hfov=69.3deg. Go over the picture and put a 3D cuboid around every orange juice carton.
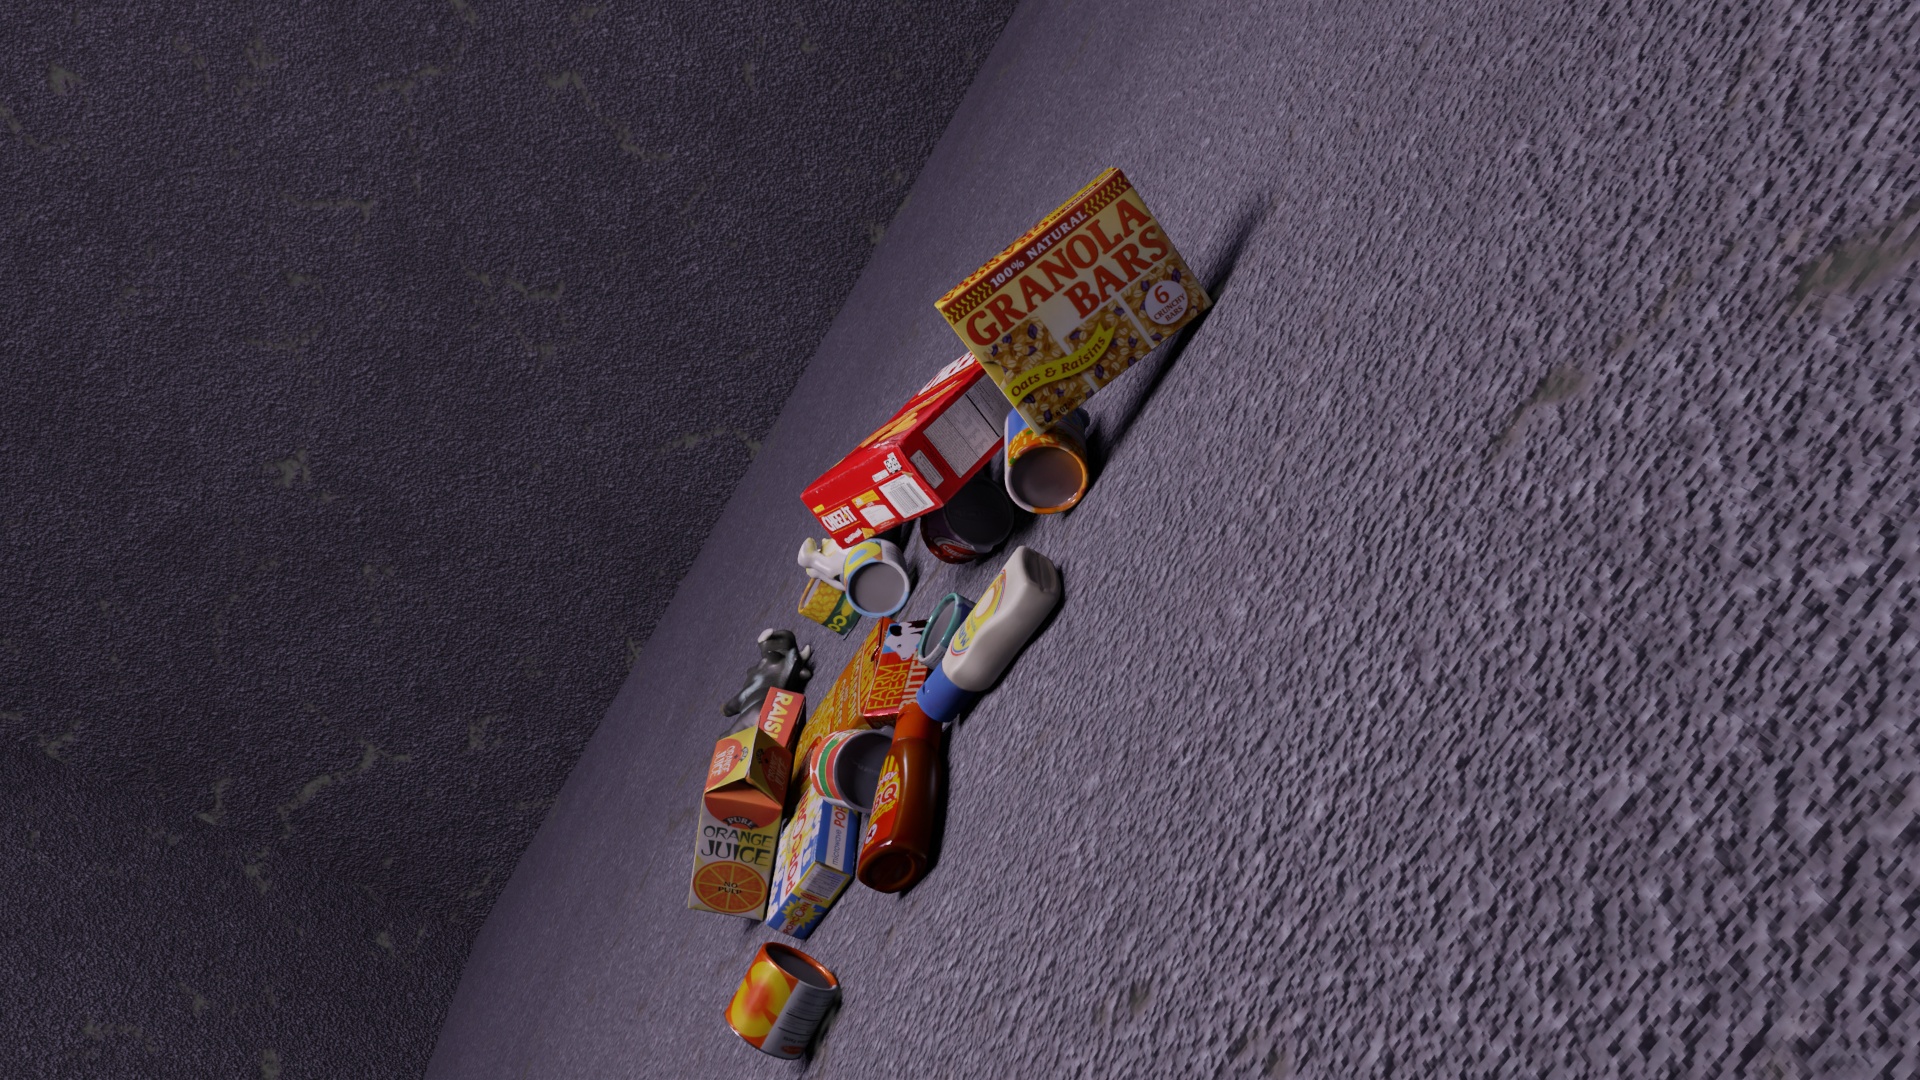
[{"bbox_3d":[-0.199,0.253,1.272,0.072,0.073,0.191,-86,8,-57],"label":"orange juice carton"}]

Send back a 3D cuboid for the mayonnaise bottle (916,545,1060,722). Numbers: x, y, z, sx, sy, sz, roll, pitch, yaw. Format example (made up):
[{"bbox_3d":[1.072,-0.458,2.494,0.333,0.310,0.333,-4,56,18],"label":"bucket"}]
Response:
[{"bbox_3d":[0.019,0.076,1.047,0.147,0.041,0.065,-54,19,25],"label":"mayonnaise bottle"}]

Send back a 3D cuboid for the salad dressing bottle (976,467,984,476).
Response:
[{"bbox_3d":[0.000,-0.069,1.365,0.064,0.044,0.148,-46,21,41],"label":"salad dressing bottle"}]

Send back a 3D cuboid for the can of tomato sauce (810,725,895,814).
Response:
[{"bbox_3d":[-0.082,0.185,1.133,0.071,0.071,0.083,-66,15,-15],"label":"can of tomato sauce"}]

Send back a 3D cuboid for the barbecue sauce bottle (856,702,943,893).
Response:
[{"bbox_3d":[-0.040,0.187,1.039,0.064,0.043,0.149,-51,18,37],"label":"barbecue sauce bottle"}]

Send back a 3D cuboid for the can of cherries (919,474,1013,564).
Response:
[{"bbox_3d":[0.004,-0.015,1.214,0.058,0.071,0.072,-35,30,60],"label":"can of cherries"}]

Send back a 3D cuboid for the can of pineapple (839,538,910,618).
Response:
[{"bbox_3d":[-0.087,0.040,1.411,0.071,0.071,0.058,-58,16,14],"label":"can of pineapple"}]

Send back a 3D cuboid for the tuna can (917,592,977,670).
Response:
[{"bbox_3d":[-0.005,0.076,1.144,0.070,0.033,0.071,-54,17,25],"label":"tuna can"}]

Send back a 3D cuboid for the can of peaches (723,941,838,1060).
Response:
[{"bbox_3d":[-0.133,0.337,1.025,0.058,0.071,0.071,-61,15,0],"label":"can of peaches"}]

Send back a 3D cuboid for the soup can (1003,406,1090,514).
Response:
[{"bbox_3d":[0.070,-0.070,1.100,0.071,0.071,0.084,-54,18,27],"label":"soup can"}]

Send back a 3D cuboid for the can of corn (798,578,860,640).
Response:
[{"bbox_3d":[-0.143,0.068,1.563,0.071,0.058,0.071,-55,16,24],"label":"can of corn"}]

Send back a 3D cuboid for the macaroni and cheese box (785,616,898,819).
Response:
[{"bbox_3d":[-0.101,0.168,1.278,0.165,0.040,0.124,-55,17,24],"label":"macaroni and cheese box"}]

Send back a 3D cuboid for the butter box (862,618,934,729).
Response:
[{"bbox_3d":[-0.045,0.113,1.177,0.053,0.024,0.104,-9,42,23],"label":"butter box"}]

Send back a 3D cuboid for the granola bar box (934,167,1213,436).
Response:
[{"bbox_3d":[0.084,-0.176,1.028,0.165,0.124,0.039,-37,17,5],"label":"granola bar box"}]

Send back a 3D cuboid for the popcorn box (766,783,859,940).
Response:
[{"bbox_3d":[-0.123,0.264,1.184,0.085,0.038,0.127,-55,16,25],"label":"popcorn box"}]

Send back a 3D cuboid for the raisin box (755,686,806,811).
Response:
[{"bbox_3d":[-0.184,0.215,1.390,0.122,0.040,0.086,97,-171,-54],"label":"raisin box"}]
